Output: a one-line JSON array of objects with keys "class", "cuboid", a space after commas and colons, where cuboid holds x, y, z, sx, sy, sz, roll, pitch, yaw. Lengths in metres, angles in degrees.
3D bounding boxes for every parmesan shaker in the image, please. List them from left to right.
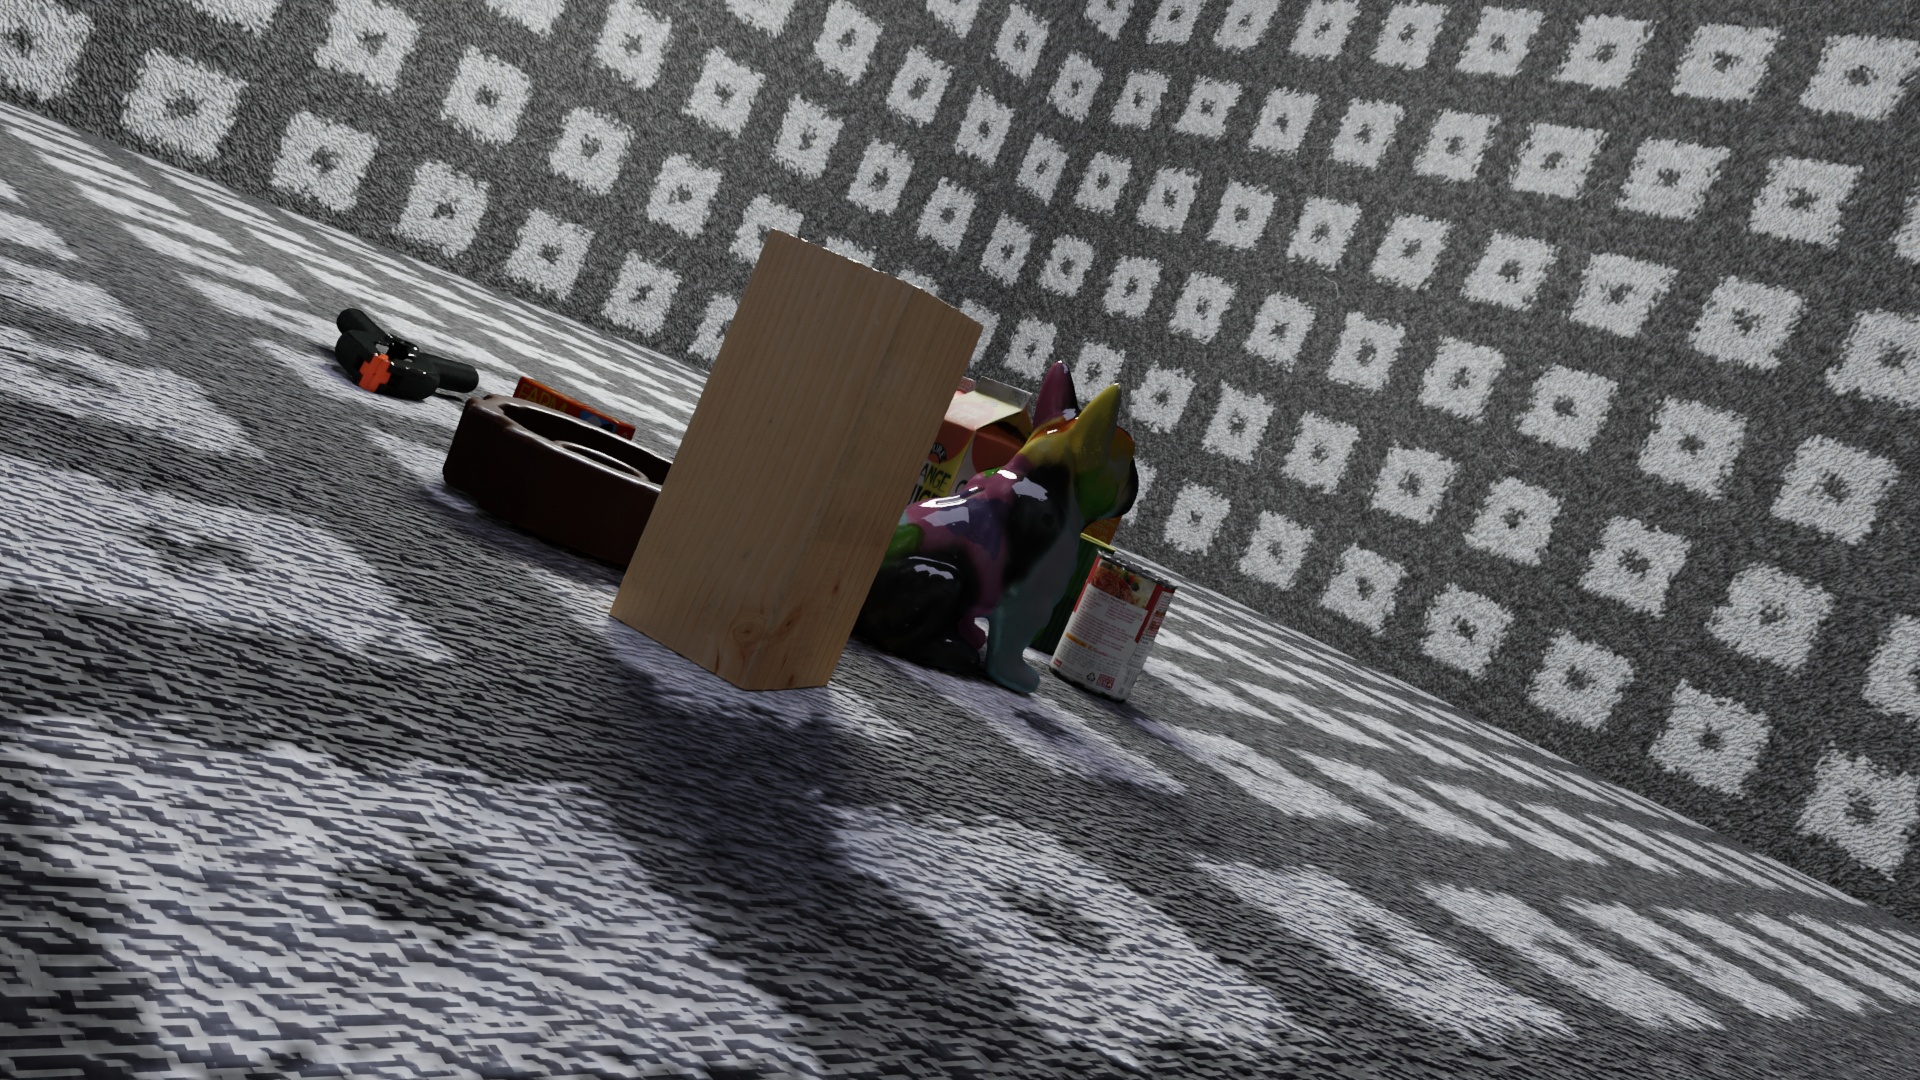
[{"class": "parmesan shaker", "cuboid": [0.082, 0.041, 1.194, 0.071, 0.103, 0.071, 23, 5, -2]}]

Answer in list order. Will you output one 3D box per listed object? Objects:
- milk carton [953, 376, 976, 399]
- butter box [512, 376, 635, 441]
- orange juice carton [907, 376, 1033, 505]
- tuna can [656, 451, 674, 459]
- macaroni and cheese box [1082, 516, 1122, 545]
[{"class": "milk carton", "cuboid": [-0.047, -0.078, 1.358, 0.072, 0.190, 0.073, 26, 5, 33]}, {"class": "butter box", "cuboid": [-0.298, -0.081, 1.047, 0.103, 0.053, 0.024, 25, 5, 22]}, {"class": "orange juice carton", "cuboid": [-0.002, -0.033, 1.079, 0.073, 0.192, 0.072, 20, 5, -37]}, {"class": "tuna can", "cuboid": [-0.223, -0.044, 1.115, 0.071, 0.033, 0.071, 23, 5, -2]}, {"class": "macaroni and cheese box", "cuboid": [0.117, 0.000, 1.423, 0.040, 0.166, 0.124, 23, 5, -11]}]
